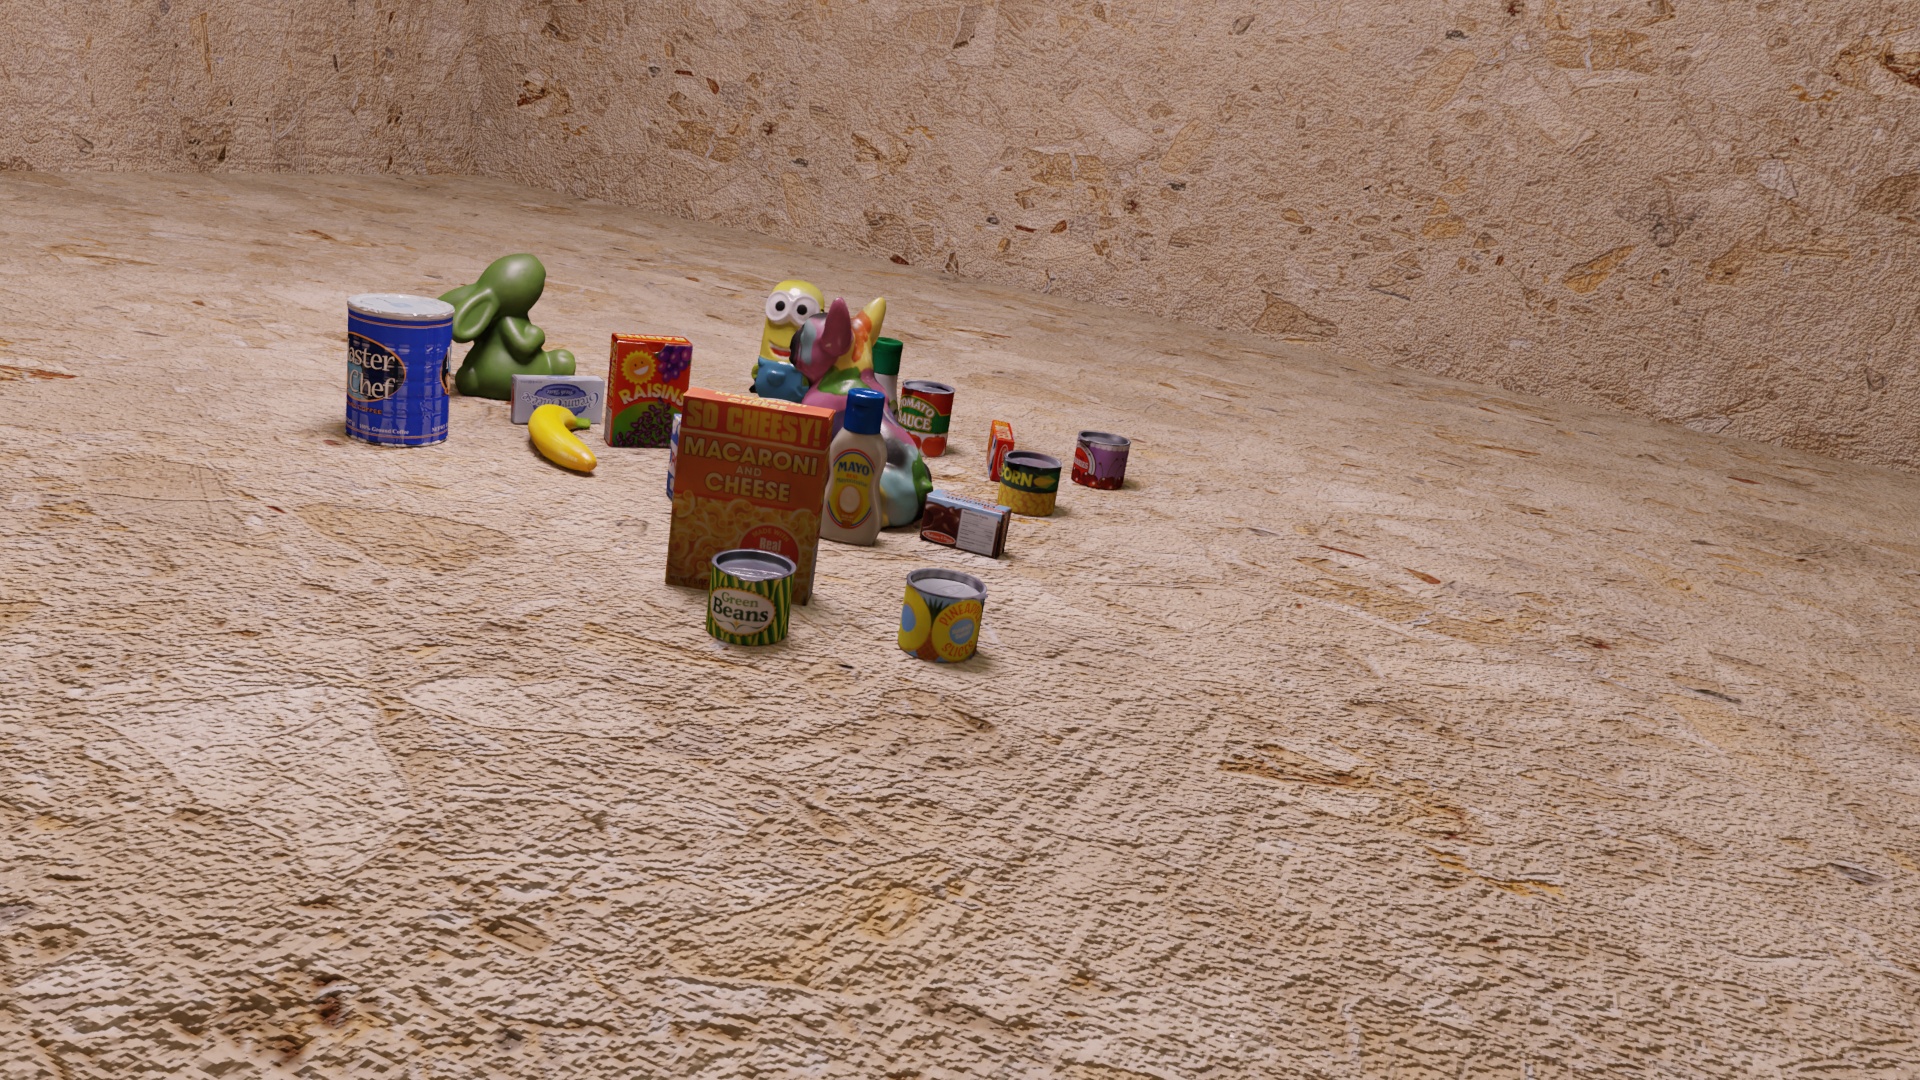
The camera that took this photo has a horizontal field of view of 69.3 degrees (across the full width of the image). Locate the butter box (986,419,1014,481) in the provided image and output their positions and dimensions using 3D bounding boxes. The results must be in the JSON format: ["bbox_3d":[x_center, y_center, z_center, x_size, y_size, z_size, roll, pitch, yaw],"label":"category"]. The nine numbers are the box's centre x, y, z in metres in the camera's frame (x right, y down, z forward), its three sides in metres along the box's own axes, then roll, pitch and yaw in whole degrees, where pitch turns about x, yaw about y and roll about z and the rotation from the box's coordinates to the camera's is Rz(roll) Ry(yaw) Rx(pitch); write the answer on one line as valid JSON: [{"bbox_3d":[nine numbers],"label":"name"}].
[{"bbox_3d":[0.048,-0.110,1.689,0.024,0.053,0.104,8,18,-4],"label":"butter box"}]

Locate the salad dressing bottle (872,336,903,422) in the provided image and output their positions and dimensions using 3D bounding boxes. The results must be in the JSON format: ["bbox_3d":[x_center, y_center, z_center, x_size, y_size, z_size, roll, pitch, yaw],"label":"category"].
[{"bbox_3d":[-0.096,-0.163,1.627,0.044,0.147,0.064,19,20,28],"label":"salad dressing bottle"}]

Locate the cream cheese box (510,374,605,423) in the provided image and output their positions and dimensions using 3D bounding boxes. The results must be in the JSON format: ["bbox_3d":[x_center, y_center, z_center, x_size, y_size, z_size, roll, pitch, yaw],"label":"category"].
[{"bbox_3d":[-0.463,-0.162,1.595,0.104,0.053,0.024,-4,21,-35],"label":"cream cheese box"}]

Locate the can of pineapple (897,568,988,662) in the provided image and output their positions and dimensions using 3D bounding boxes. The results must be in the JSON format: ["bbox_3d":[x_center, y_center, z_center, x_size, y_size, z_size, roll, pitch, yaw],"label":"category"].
[{"bbox_3d":[-0.014,0.061,1.124,0.071,0.057,0.071,8,18,-3],"label":"can of pineapple"}]

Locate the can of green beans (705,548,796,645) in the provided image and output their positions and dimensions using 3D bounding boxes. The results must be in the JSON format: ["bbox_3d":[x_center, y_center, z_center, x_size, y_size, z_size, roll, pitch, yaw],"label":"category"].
[{"bbox_3d":[-0.166,0.045,1.099,0.071,0.057,0.071,8,18,-3],"label":"can of green beans"}]

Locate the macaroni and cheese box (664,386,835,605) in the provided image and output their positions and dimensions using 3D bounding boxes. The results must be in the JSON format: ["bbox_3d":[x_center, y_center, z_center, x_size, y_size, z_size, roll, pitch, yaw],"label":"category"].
[{"bbox_3d":[-0.178,-0.037,1.169,0.124,0.165,0.040,9,17,-1],"label":"macaroni and cheese box"}]

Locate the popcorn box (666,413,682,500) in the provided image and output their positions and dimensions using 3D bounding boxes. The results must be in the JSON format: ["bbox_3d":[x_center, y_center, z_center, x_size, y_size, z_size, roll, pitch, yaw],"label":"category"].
[{"bbox_3d":[-0.252,-0.066,1.354,0.038,0.085,0.127,1,19,-25],"label":"popcorn box"}]

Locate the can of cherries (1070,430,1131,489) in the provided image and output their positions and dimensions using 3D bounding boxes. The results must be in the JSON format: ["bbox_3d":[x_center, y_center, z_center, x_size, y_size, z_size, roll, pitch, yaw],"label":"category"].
[{"bbox_3d":[0.170,-0.099,1.709,0.071,0.058,0.072,8,18,-3],"label":"can of cherries"}]

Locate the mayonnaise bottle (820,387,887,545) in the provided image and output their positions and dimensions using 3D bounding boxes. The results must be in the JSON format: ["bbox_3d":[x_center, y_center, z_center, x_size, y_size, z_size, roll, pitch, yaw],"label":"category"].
[{"bbox_3d":[-0.101,-0.072,1.343,0.065,0.147,0.041,10,17,3],"label":"mayonnaise bottle"}]

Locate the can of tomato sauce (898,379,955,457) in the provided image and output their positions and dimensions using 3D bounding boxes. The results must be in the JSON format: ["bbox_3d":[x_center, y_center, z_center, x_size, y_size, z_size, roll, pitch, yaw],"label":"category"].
[{"bbox_3d":[-0.046,-0.151,1.722,0.071,0.082,0.071,8,17,-3],"label":"can of tomato sauce"}]

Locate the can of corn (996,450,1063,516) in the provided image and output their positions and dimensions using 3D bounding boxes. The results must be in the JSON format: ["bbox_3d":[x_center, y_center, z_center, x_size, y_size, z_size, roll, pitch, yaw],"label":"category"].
[{"bbox_3d":[0.075,-0.064,1.552,0.071,0.058,0.071,8,18,-3],"label":"can of corn"}]

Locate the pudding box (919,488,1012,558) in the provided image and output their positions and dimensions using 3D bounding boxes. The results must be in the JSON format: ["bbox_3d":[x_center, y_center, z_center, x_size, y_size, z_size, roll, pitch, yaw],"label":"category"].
[{"bbox_3d":[0.005,-0.017,1.389,0.084,0.049,0.030,14,18,16],"label":"pudding box"}]

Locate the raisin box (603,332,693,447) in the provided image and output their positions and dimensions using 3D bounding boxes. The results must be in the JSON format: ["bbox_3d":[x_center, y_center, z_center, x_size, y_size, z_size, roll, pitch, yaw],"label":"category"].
[{"bbox_3d":[-0.350,-0.167,1.553,0.086,0.123,0.040,0,19,-26],"label":"raisin box"}]

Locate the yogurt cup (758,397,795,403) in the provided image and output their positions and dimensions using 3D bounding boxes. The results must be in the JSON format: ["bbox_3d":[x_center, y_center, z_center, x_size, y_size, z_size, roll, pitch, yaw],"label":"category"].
[{"bbox_3d":[-0.220,-0.134,1.629,0.072,0.053,0.072,8,18,-3],"label":"yogurt cup"}]
